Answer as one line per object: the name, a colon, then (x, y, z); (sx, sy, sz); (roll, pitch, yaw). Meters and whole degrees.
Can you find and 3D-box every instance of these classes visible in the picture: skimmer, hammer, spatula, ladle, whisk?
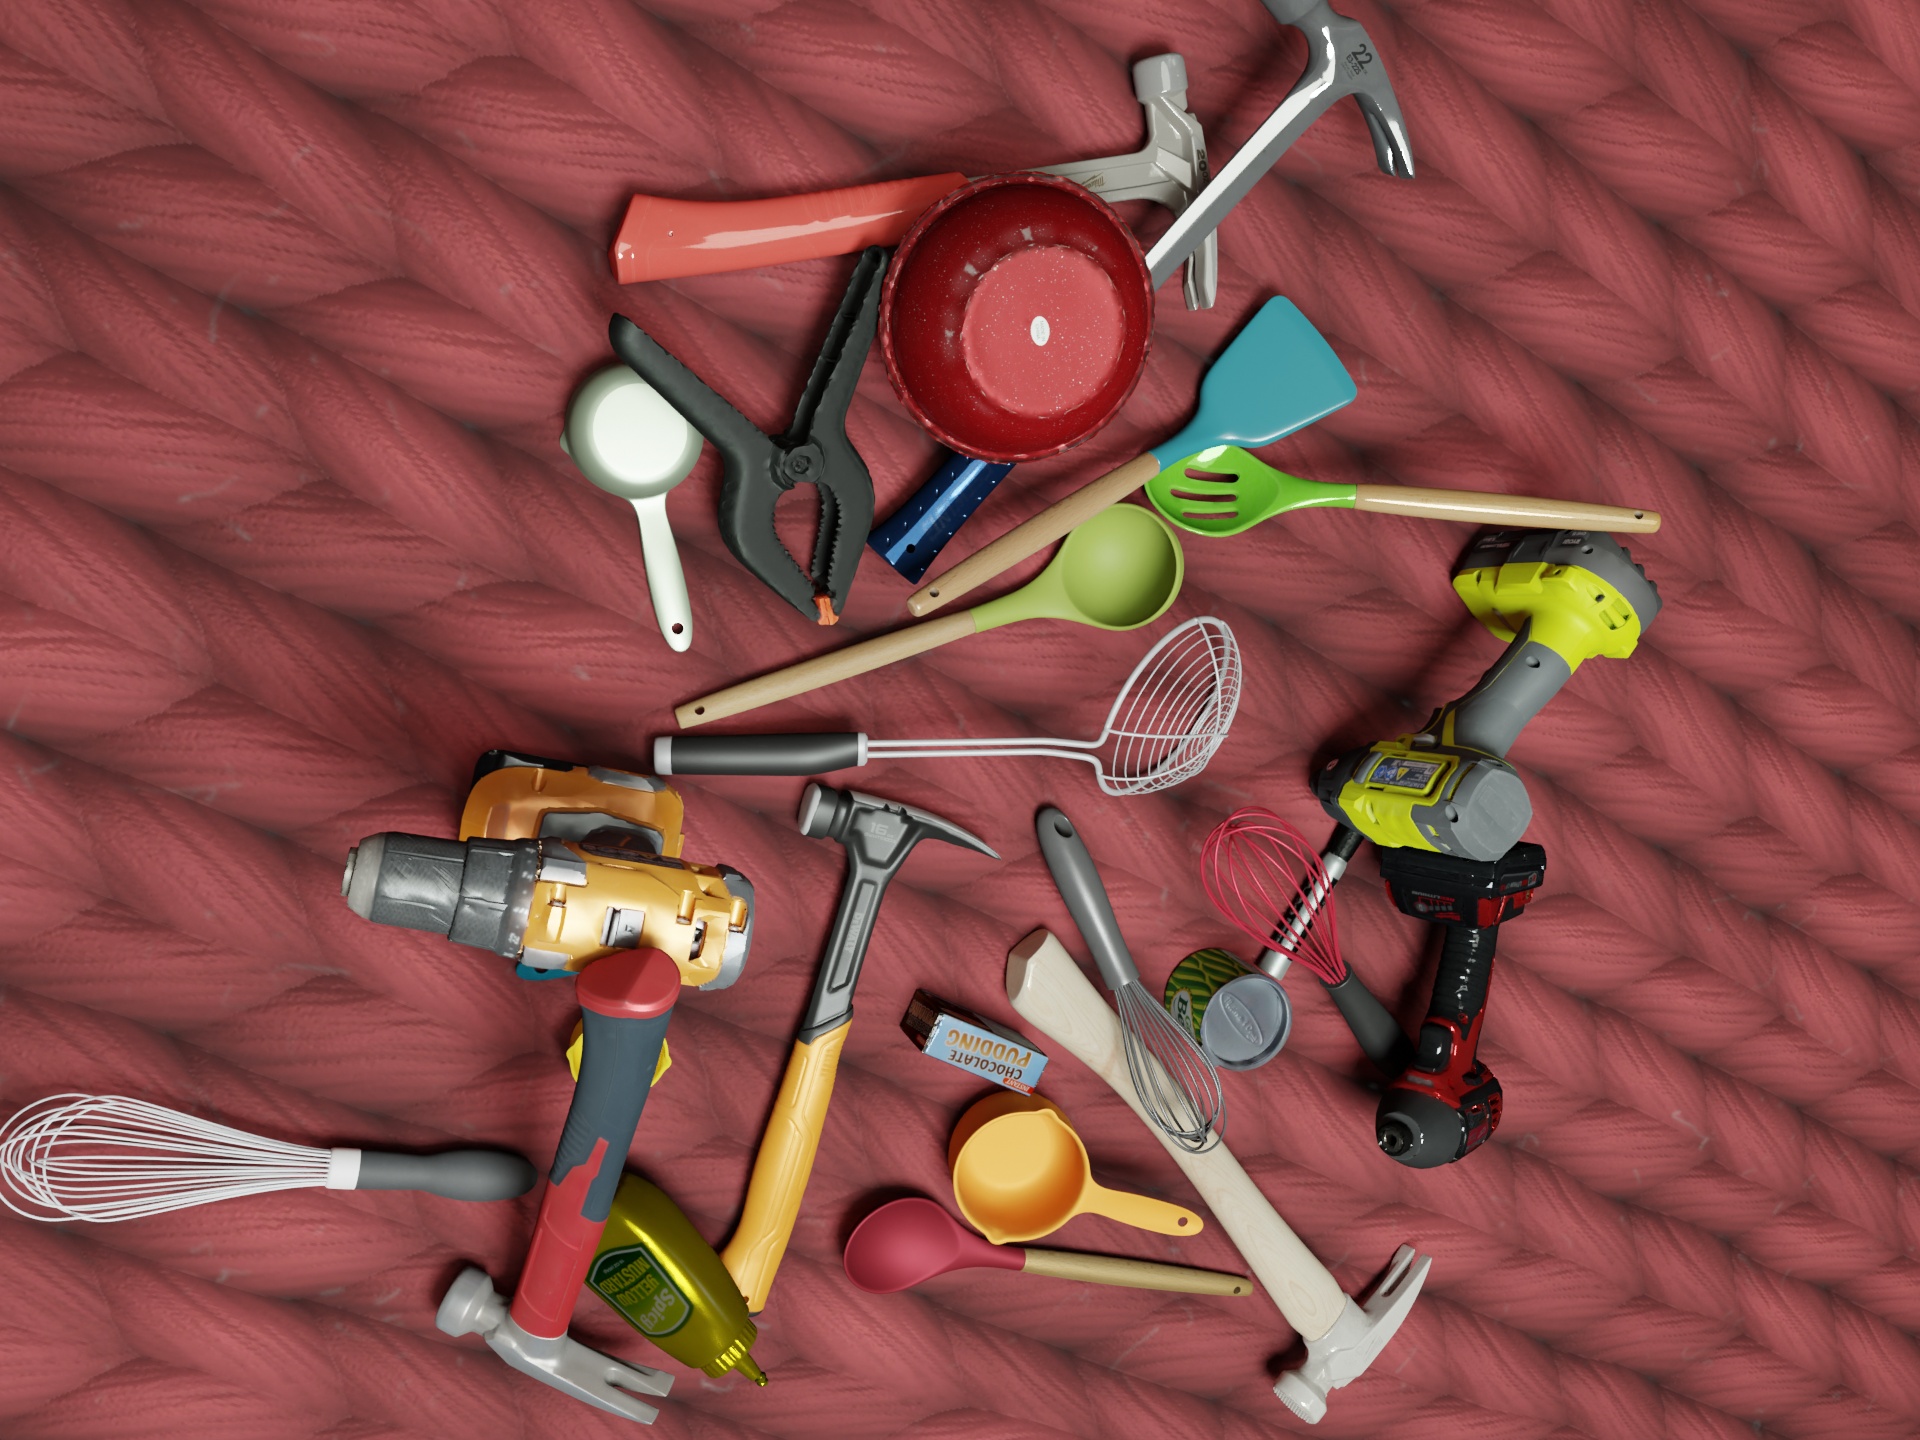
skimmer: (-0.002, -0.003, 0.972); (0.363, 0.090, 0.127); (-1, 132, -7)
hammer: (0.172, 0.292, 1.081); (0.146, 0.038, 0.410); (-44, 108, -18)
spatula: (0.097, -0.148, 0.945); (0.317, 0.044, 0.082); (-34, 84, -22)
ladle: (-0.016, -0.054, 0.951); (0.320, 0.062, 0.078); (-19, 84, -11)
hammer: (-0.021, -0.285, 0.917); (0.359, 0.037, 0.149); (-14, 104, -16)
whisk: (0.106, 0.163, 1.010); (0.055, 0.055, 0.239); (-25, 88, -13)
hammer: (-0.183, 0.251, 0.823); (0.143, 0.038, 0.386); (26, 131, 1)
whisk: (-0.380, 0.248, 0.890); (0.284, 0.070, 0.070); (10, 97, -25)
whisk: (0.241, 0.157, 1.053); (0.073, 0.073, 0.295); (-44, 124, -6)
ladle: (0.064, 0.365, 1.069); (0.315, 0.031, 0.069); (15, 99, -22)
hammer: (0.098, -0.239, 0.930); (0.144, 0.035, 0.405); (40, 96, -29)
hammer: (-0.083, 0.212, 0.989); (0.127, 0.034, 0.337); (16, 95, -19)

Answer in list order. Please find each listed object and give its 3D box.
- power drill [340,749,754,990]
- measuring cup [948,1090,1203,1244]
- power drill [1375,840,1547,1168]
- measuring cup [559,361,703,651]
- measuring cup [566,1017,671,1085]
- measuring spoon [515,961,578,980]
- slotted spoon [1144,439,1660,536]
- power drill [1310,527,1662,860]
power drill: (-0.215, 0.073, 0.816); (0.185, 0.226, 0.084); (11, 95, -20)
measuring cup: (0.074, 0.297, 1.036); (0.173, 0.052, 0.095); (20, 97, -13)
power drill: (0.324, 0.188, 1.062); (0.143, 0.079, 0.219); (-1, 98, -52)
measuring cup: (-0.172, -0.118, 0.895); (0.083, 0.038, 0.167); (-14, 102, -15)
measuring cup: (-0.218, 0.239, 0.959); (0.062, 0.029, 0.156); (11, 108, -21)
measuring spoon: (-0.198, 0.136, 0.942); (0.128, 0.021, 0.042); (-12, 103, -17)
slotted spoon: (0.270, -0.134, 0.984); (0.314, 0.031, 0.070); (5, 70, 6)
power drill: (0.329, -0.016, 1.021); (0.080, 0.171, 0.223); (44, 76, -20)
